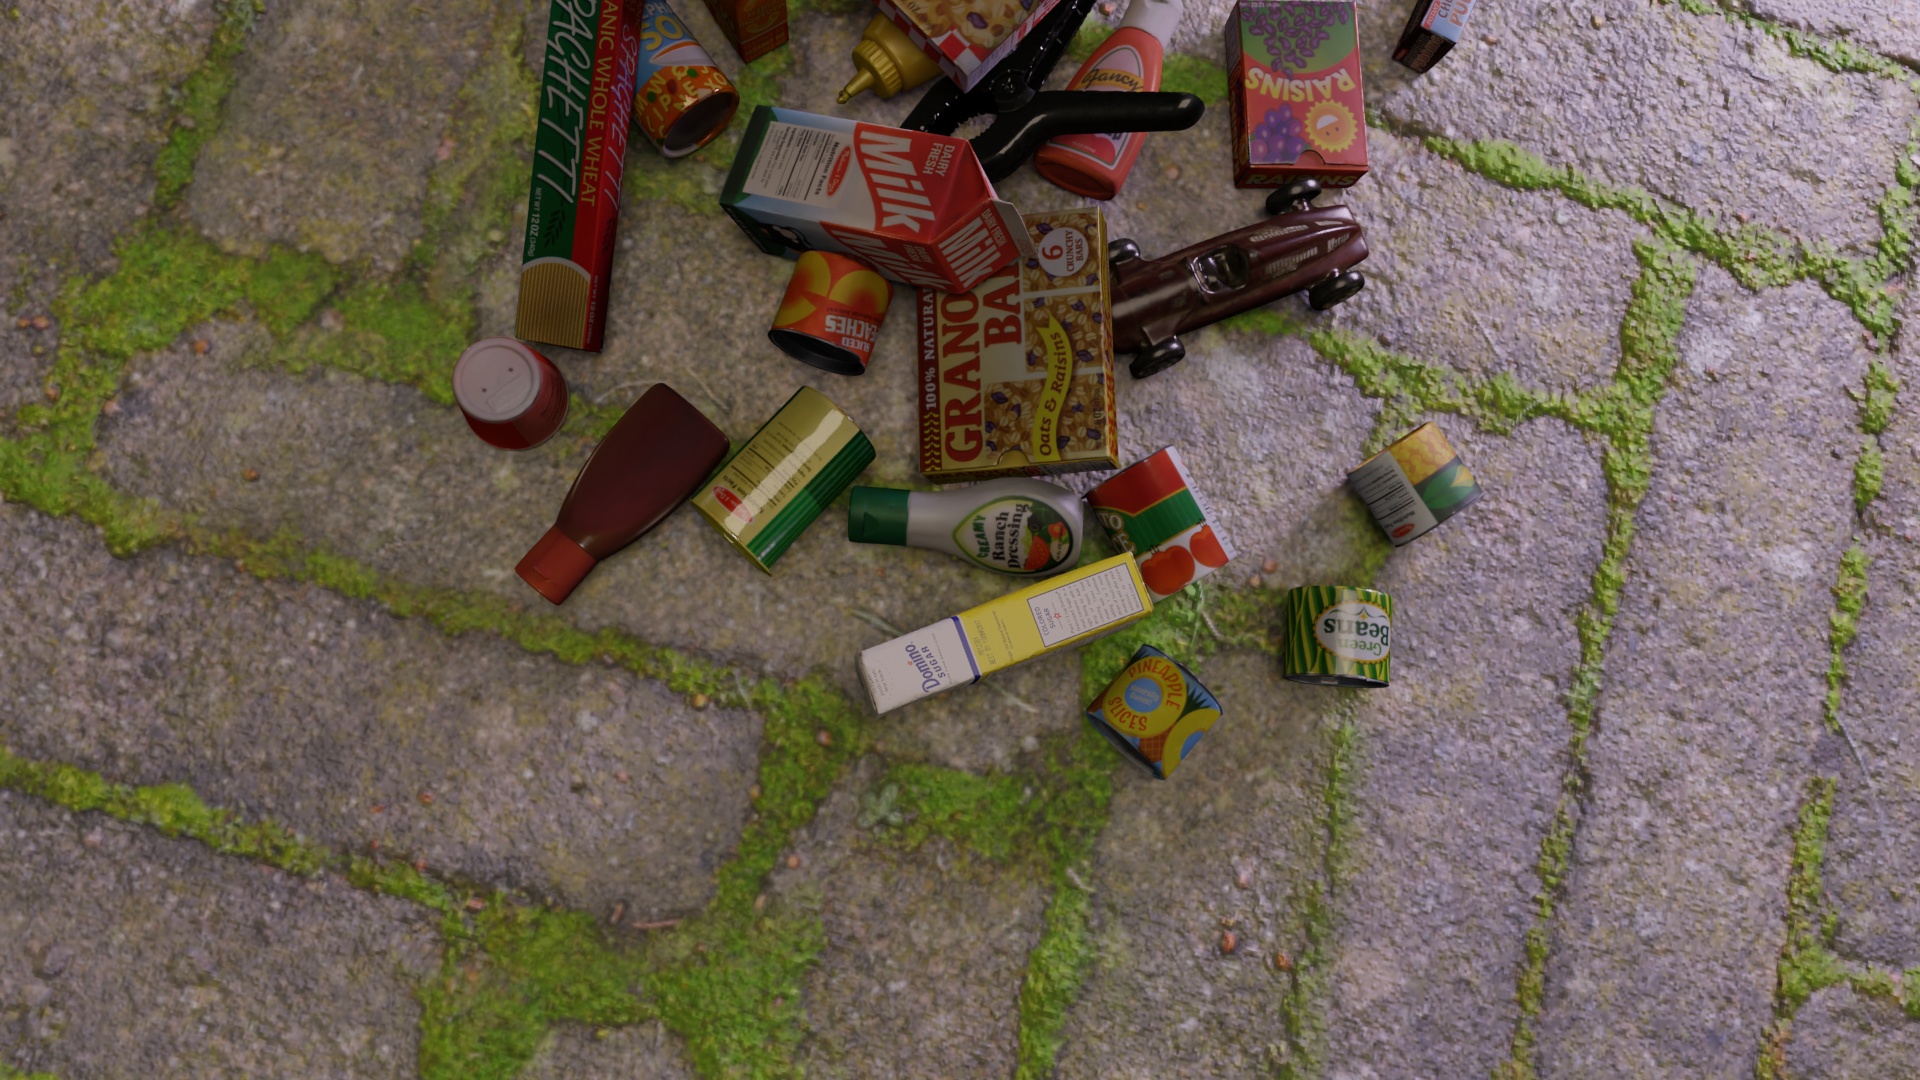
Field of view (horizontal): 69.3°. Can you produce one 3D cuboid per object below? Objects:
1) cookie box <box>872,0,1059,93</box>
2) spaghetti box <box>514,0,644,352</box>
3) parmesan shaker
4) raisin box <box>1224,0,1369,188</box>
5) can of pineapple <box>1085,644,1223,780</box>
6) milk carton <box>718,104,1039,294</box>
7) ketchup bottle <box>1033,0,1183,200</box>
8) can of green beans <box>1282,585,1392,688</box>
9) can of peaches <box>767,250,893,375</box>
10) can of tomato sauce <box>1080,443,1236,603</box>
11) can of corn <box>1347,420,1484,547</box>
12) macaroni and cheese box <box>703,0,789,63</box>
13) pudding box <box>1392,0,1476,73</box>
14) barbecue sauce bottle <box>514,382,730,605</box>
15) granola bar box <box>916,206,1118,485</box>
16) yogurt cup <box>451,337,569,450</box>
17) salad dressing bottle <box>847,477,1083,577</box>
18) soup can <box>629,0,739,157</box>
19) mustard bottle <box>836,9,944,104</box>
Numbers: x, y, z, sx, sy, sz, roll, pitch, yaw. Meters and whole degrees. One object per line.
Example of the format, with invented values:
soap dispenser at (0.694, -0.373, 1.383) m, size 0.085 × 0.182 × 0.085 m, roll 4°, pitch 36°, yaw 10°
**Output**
cookie box at (0.019, -0.394, 0.895) m, size 0.123 × 0.040 × 0.167 m, roll 44°, pitch 87°, yaw -1°
spaghetti box at (-0.238, -0.245, 0.872) m, size 0.050 × 0.029 × 0.249 m, roll 10°, pitch 98°, yaw 10°
parmesan shaker at (-0.108, -0.037, 0.871) m, size 0.071 × 0.071 × 0.103 m, roll 43°, pitch 79°, yaw 2°
raisin box at (0.232, -0.308, 0.961) m, size 0.086 × 0.040 × 0.123 m, roll -1°, pitch 82°, yaw -6°
can of pineapple at (0.120, 0.107, 0.868) m, size 0.071 × 0.071 × 0.058 m, roll 42°, pitch 80°, yaw 2°
milk carton at (-0.045, -0.210, 0.870) m, size 0.191 × 0.072 × 0.073 m, roll 15°, pitch 79°, yaw 21°
ketchup bottle at (0.107, -0.308, 0.947) m, size 0.065 × 0.043 × 0.149 m, roll 24°, pitch 79°, yaw 8°
can of green beans at (0.241, 0.062, 0.888) m, size 0.071 × 0.071 × 0.058 m, roll 6°, pitch 80°, yaw -4°
can of peaches at (-0.081, -0.145, 0.890) m, size 0.071 × 0.071 × 0.058 m, roll 20°, pitch 79°, yaw -2°
can of tomato sauce at (0.126, -0.009, 0.889) m, size 0.071 × 0.071 × 0.083 m, roll -29°, pitch 85°, yaw -9°
can of corn at (0.299, -0.038, 0.911) m, size 0.071 × 0.071 × 0.058 m, roll -33°, pitch 85°, yaw -9°
macaroni and cheese box at (-0.158, -0.397, 0.874) m, size 0.040 × 0.166 × 0.124 m, roll -30°, pitch 85°, yaw -8°
pudding box at (0.341, -0.377, 0.977) m, size 0.030 × 0.049 × 0.084 m, roll 28°, pitch 80°, yaw -2°
barbecue sauce bottle at (-0.215, -0.026, 0.872) m, size 0.065 × 0.043 × 0.149 m, roll 40°, pitch 80°, yaw 2°
granola bar box at (0.035, -0.124, 0.893) m, size 0.124 × 0.039 × 0.165 m, roll -4°, pitch 81°, yaw 15°
yogurt cup at (-0.284, -0.094, 0.871) m, size 0.072 × 0.054 × 0.072 m, roll 1°, pitch 82°, yaw -5°
salad dressing bottle at (0.003, -0.011, 0.886) m, size 0.148 × 0.044 × 0.064 m, roll 4°, pitch 113°, yaw 1°
soup can at (-0.193, -0.305, 0.905) m, size 0.071 × 0.071 × 0.084 m, roll -38°, pitch 87°, yaw -10°
mustard bottle at (-0.025, -0.345, 0.938) m, size 0.160 × 0.048 × 0.065 m, roll -41°, pitch 85°, yaw -9°
